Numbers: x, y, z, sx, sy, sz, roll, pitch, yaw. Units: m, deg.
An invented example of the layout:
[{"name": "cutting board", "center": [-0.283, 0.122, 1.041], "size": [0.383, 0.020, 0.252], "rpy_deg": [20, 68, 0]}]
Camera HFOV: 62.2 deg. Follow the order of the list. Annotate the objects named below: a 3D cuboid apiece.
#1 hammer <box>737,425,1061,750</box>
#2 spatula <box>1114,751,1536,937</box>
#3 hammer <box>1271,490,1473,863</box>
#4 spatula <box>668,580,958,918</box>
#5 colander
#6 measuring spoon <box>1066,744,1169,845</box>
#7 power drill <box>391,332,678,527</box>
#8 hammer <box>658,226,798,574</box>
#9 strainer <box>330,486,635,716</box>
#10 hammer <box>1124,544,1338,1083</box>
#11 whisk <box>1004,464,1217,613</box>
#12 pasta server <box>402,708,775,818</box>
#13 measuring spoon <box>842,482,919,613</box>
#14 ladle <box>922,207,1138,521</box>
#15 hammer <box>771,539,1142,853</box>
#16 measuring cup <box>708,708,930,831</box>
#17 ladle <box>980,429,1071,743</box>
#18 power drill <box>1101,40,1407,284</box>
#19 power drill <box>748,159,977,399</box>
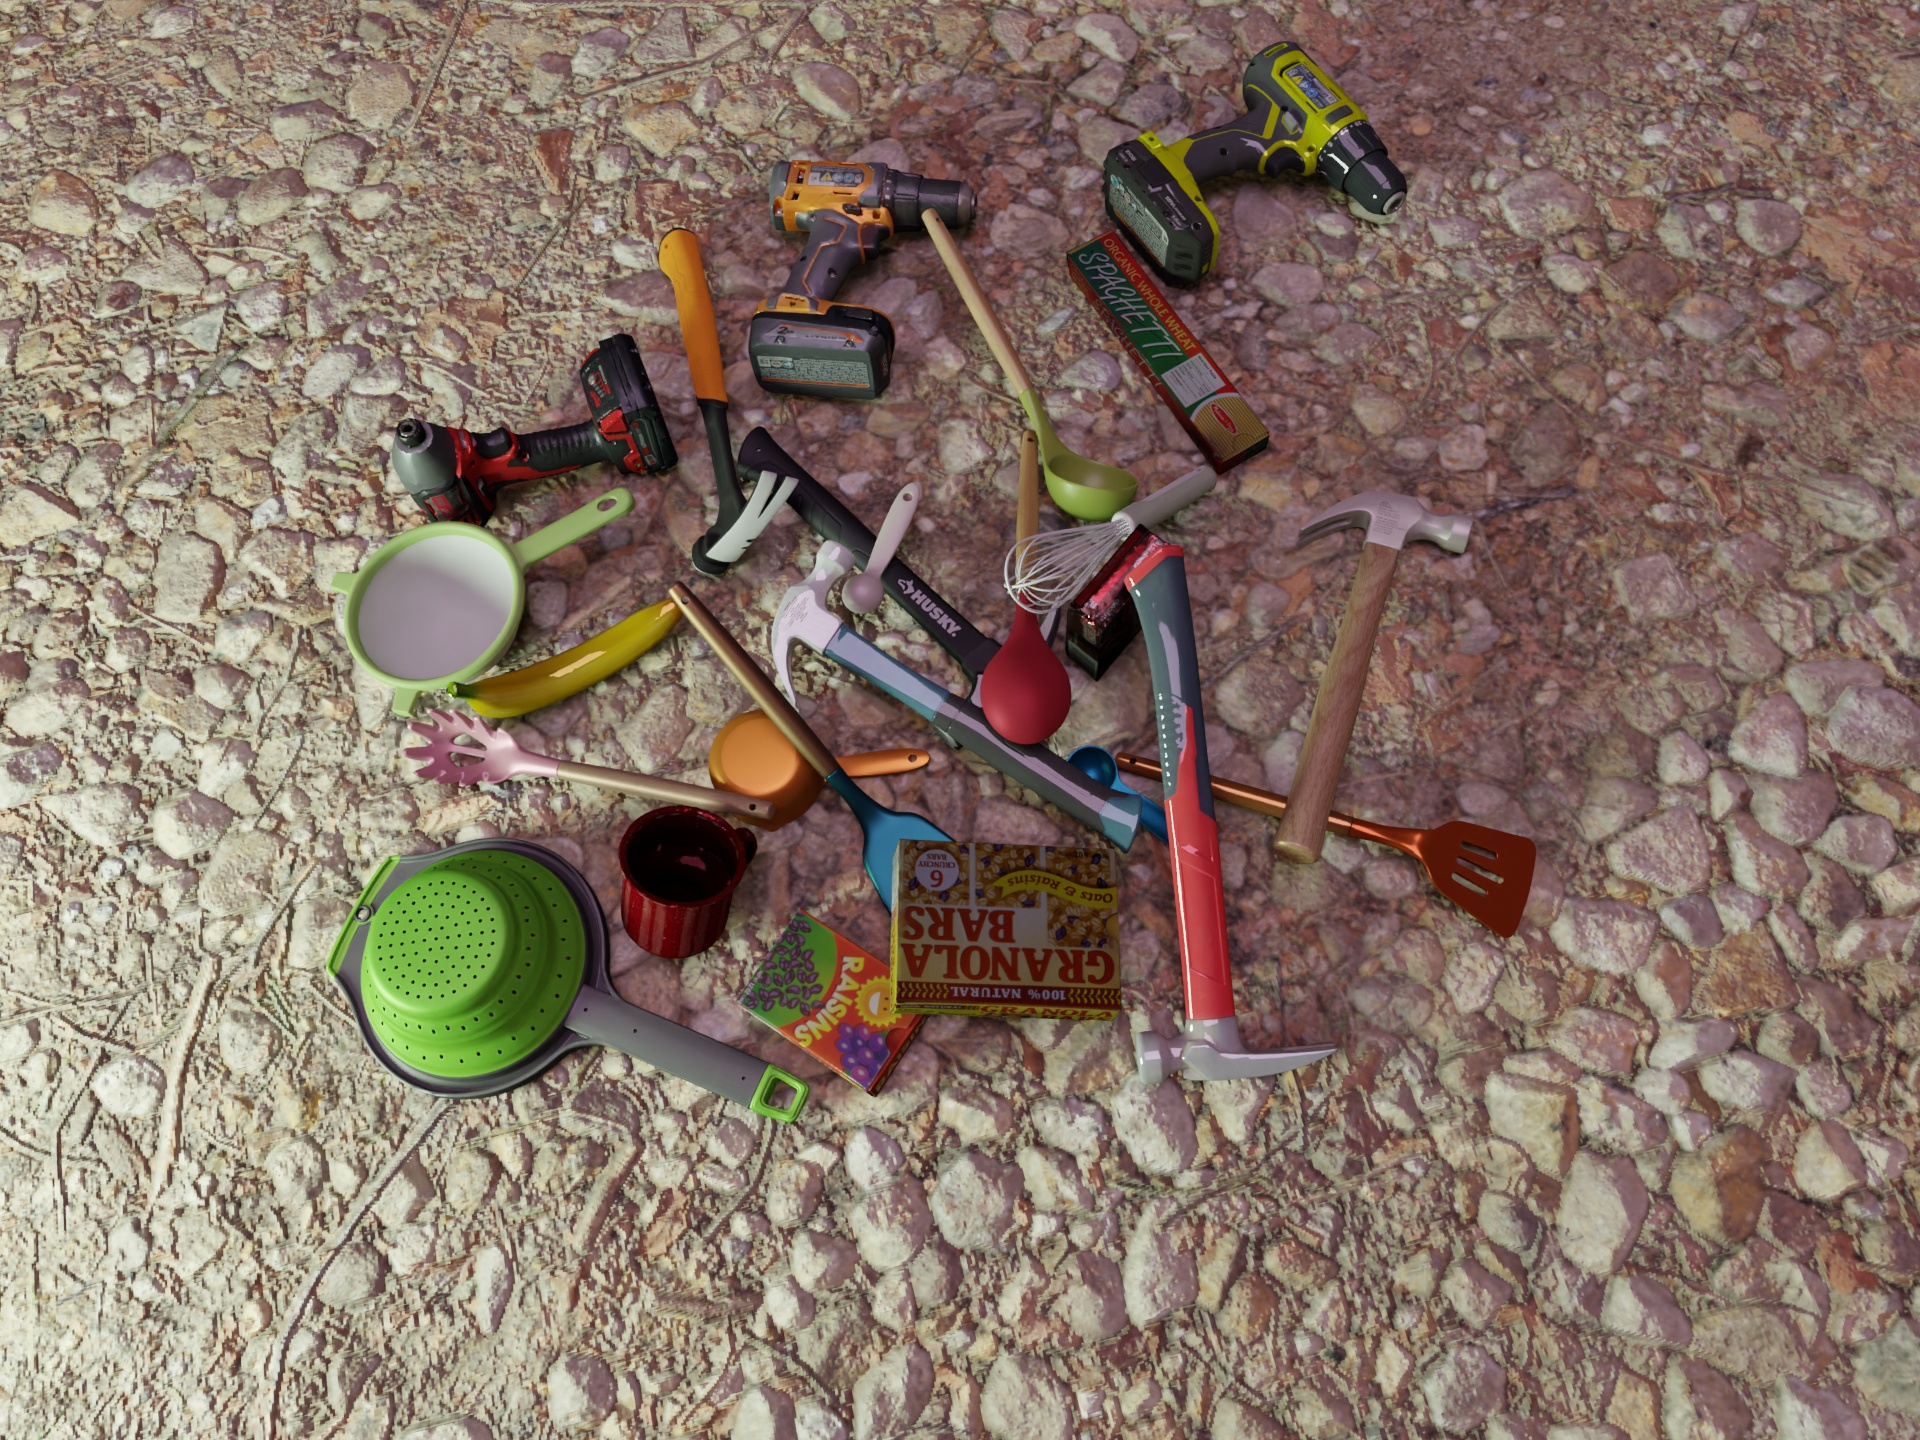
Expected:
[{"name": "hammer", "center": [-0.064, -0.134, 1.314], "size": [0.146, 0.035, 0.335], "rpy_deg": [-43, 71, -11]}, {"name": "spatula", "center": [0.272, 0.078, 1.212], "size": [0.323, 0.041, 0.081], "rpy_deg": [16, 71, 15]}, {"name": "hammer", "center": [0.298, -0.041, 1.232], "size": [0.130, 0.031, 0.331], "rpy_deg": [16, 65, 13]}, {"name": "spatula", "center": [-0.111, 0.020, 1.199], "size": [0.082, 0.044, 0.317], "rpy_deg": [-40, 101, 0]}, {"name": "colander", "center": [-0.299, 0.202, 1.172], "size": [0.397, 0.094, 0.204], "rpy_deg": [20, 72, 12]}, {"name": "measuring spoon", "center": [0.135, 0.067, 1.233], "size": [0.128, 0.021, 0.042], "rpy_deg": [36, 85, 7]}, {"name": "power drill", "center": [-0.358, -0.234, 1.321], "size": [0.219, 0.143, 0.079], "rpy_deg": [-21, 71, -6]}, {"name": "hammer", "center": [-0.213, -0.296, 1.362], "size": [0.034, 0.127, 0.337], "rpy_deg": [8, 56, -38]}, {"name": "strainer", "center": [-0.376, -0.110, 1.313], "size": [0.256, 0.069, 0.152], "rpy_deg": [-31, 67, -8]}, {"name": "hammer", "center": [0.182, 0.064, 1.155], "size": [0.143, 0.038, 0.386], "rpy_deg": [-5, 87, 3]}, {"name": "whisk", "center": [0.123, -0.151, 1.258], "size": [0.246, 0.058, 0.059], "rpy_deg": [-33, 100, -34]}, {"name": "pasta server", "center": [-0.292, 0.042, 1.241], "size": [0.316, 0.040, 0.060], "rpy_deg": [10, 86, 19]}, {"name": "measuring spoon", "center": [-0.062, -0.143, 1.289], "size": [0.034, 0.018, 0.124], "rpy_deg": [19, 72, 13]}, {"name": "ladle", "center": [0.050, -0.303, 1.330], "size": [0.078, 0.062, 0.320], "rpy_deg": [-16, 74, -43]}, {"name": "hammer", "center": [-0.002, -0.004, 1.223], "size": [0.331, 0.033, 0.128], "rpy_deg": [32, 80, 9]}, {"name": "measuring cup", "center": [-0.112, 0.030, 1.244], "size": [0.173, 0.052, 0.095], "rpy_deg": [-6, 69, 5]}, {"name": "ladle", "center": [0.054, -0.118, 1.264], "size": [0.069, 0.031, 0.316], "rpy_deg": [4, 54, -2]}, {"name": "power drill", "center": [0.259, -0.481, 1.399], "size": [0.228, 0.080, 0.191], "rpy_deg": [-30, 69, -10]}, {"name": "power drill", "center": [-0.086, -0.395, 1.396], "size": [0.185, 0.084, 0.226], "rpy_deg": [5, 65, 5]}]
